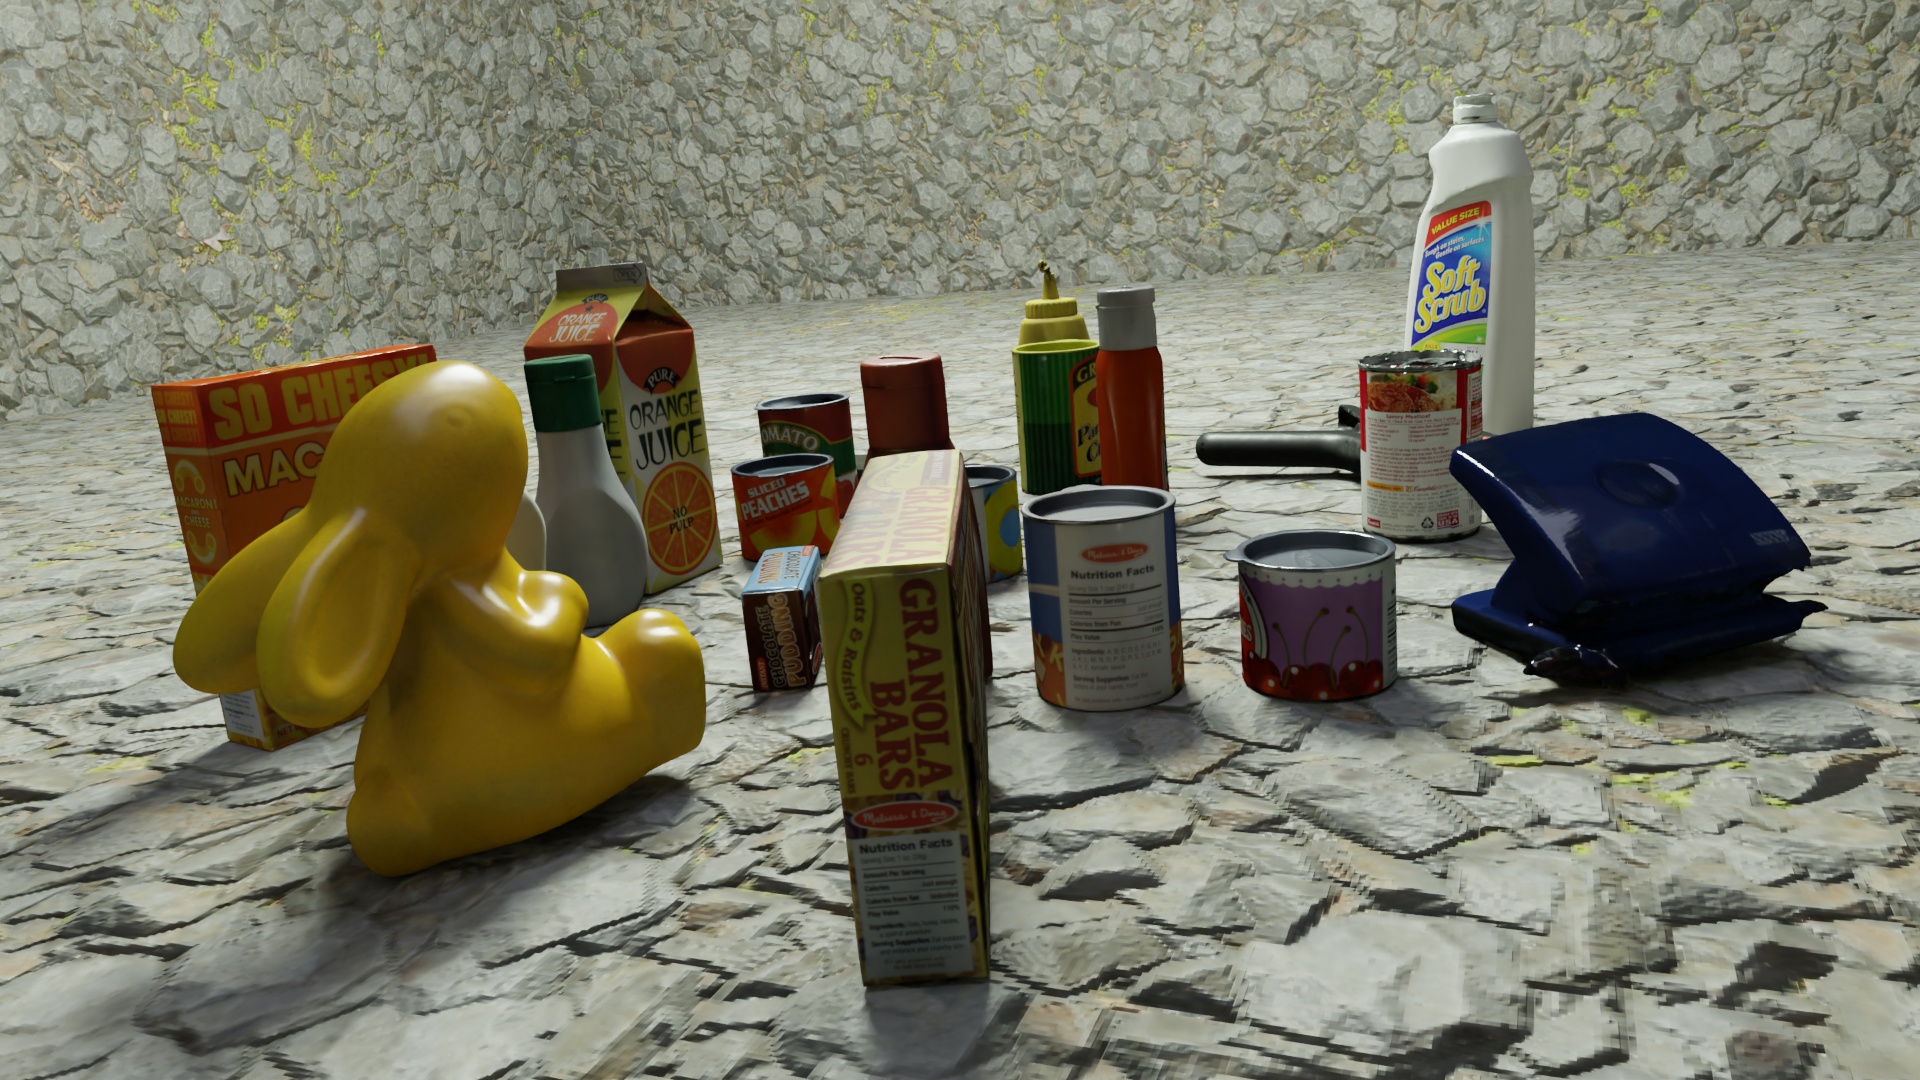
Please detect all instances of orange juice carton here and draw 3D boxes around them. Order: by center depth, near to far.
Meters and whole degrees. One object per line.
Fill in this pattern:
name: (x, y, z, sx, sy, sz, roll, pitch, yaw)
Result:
orange juice carton: (-0.204, -0.069, 0.838, 0.072, 0.192, 0.073, 3, 16, 29)

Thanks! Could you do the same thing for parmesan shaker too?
parmesan shaker: (0.074, -0.090, 1.004, 0.071, 0.102, 0.071, -5, 14, 1)

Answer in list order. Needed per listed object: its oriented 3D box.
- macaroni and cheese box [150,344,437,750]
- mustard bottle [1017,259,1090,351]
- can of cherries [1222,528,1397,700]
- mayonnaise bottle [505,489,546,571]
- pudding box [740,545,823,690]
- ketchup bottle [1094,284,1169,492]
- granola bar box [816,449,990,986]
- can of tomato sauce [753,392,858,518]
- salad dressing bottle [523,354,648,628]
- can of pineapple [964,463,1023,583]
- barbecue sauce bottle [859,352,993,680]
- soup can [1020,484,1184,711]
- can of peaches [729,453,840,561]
macaroni and cheese box: (-0.298, -0.002, 0.659, 0.040, 0.166, 0.124, 4, 16, 32)
mustard bottle: (0.074, -0.134, 1.061, 0.049, 0.159, 0.065, -17, 18, -41)
can of cherries: (0.150, 0.031, 0.594, 0.071, 0.058, 0.071, -5, 14, 1)
mayonnaise bottle: (-0.215, 0.008, 0.628, 0.065, 0.147, 0.041, -14, 16, -32)
pudding box: (-0.084, 0.036, 0.673, 0.030, 0.049, 0.084, -5, 14, 1)
ketchup bottle: (0.109, -0.087, 0.886, 0.043, 0.148, 0.065, -5, 14, 2)
granola bar box: (-0.013, 0.046, 0.457, 0.039, 0.124, 0.166, -5, 14, 2)
can of tomato sauce: (-0.109, -0.059, 0.987, 0.071, 0.083, 0.071, -5, 14, 1)
salad dressing bottle: (-0.211, -0.028, 0.768, 0.064, 0.147, 0.044, -10, 15, -21)
can of pineapple: (0.003, -0.010, 0.807, 0.071, 0.057, 0.071, -5, 14, 1)
barbecue sauce bottle: (-0.019, -0.009, 0.625, 0.044, 0.148, 0.065, -16, 18, -38)
soup can: (0.062, 0.023, 0.604, 0.071, 0.083, 0.071, -5, 14, 1)
can of peaches: (-0.112, -0.021, 0.889, 0.071, 0.058, 0.071, -5, 14, 1)
